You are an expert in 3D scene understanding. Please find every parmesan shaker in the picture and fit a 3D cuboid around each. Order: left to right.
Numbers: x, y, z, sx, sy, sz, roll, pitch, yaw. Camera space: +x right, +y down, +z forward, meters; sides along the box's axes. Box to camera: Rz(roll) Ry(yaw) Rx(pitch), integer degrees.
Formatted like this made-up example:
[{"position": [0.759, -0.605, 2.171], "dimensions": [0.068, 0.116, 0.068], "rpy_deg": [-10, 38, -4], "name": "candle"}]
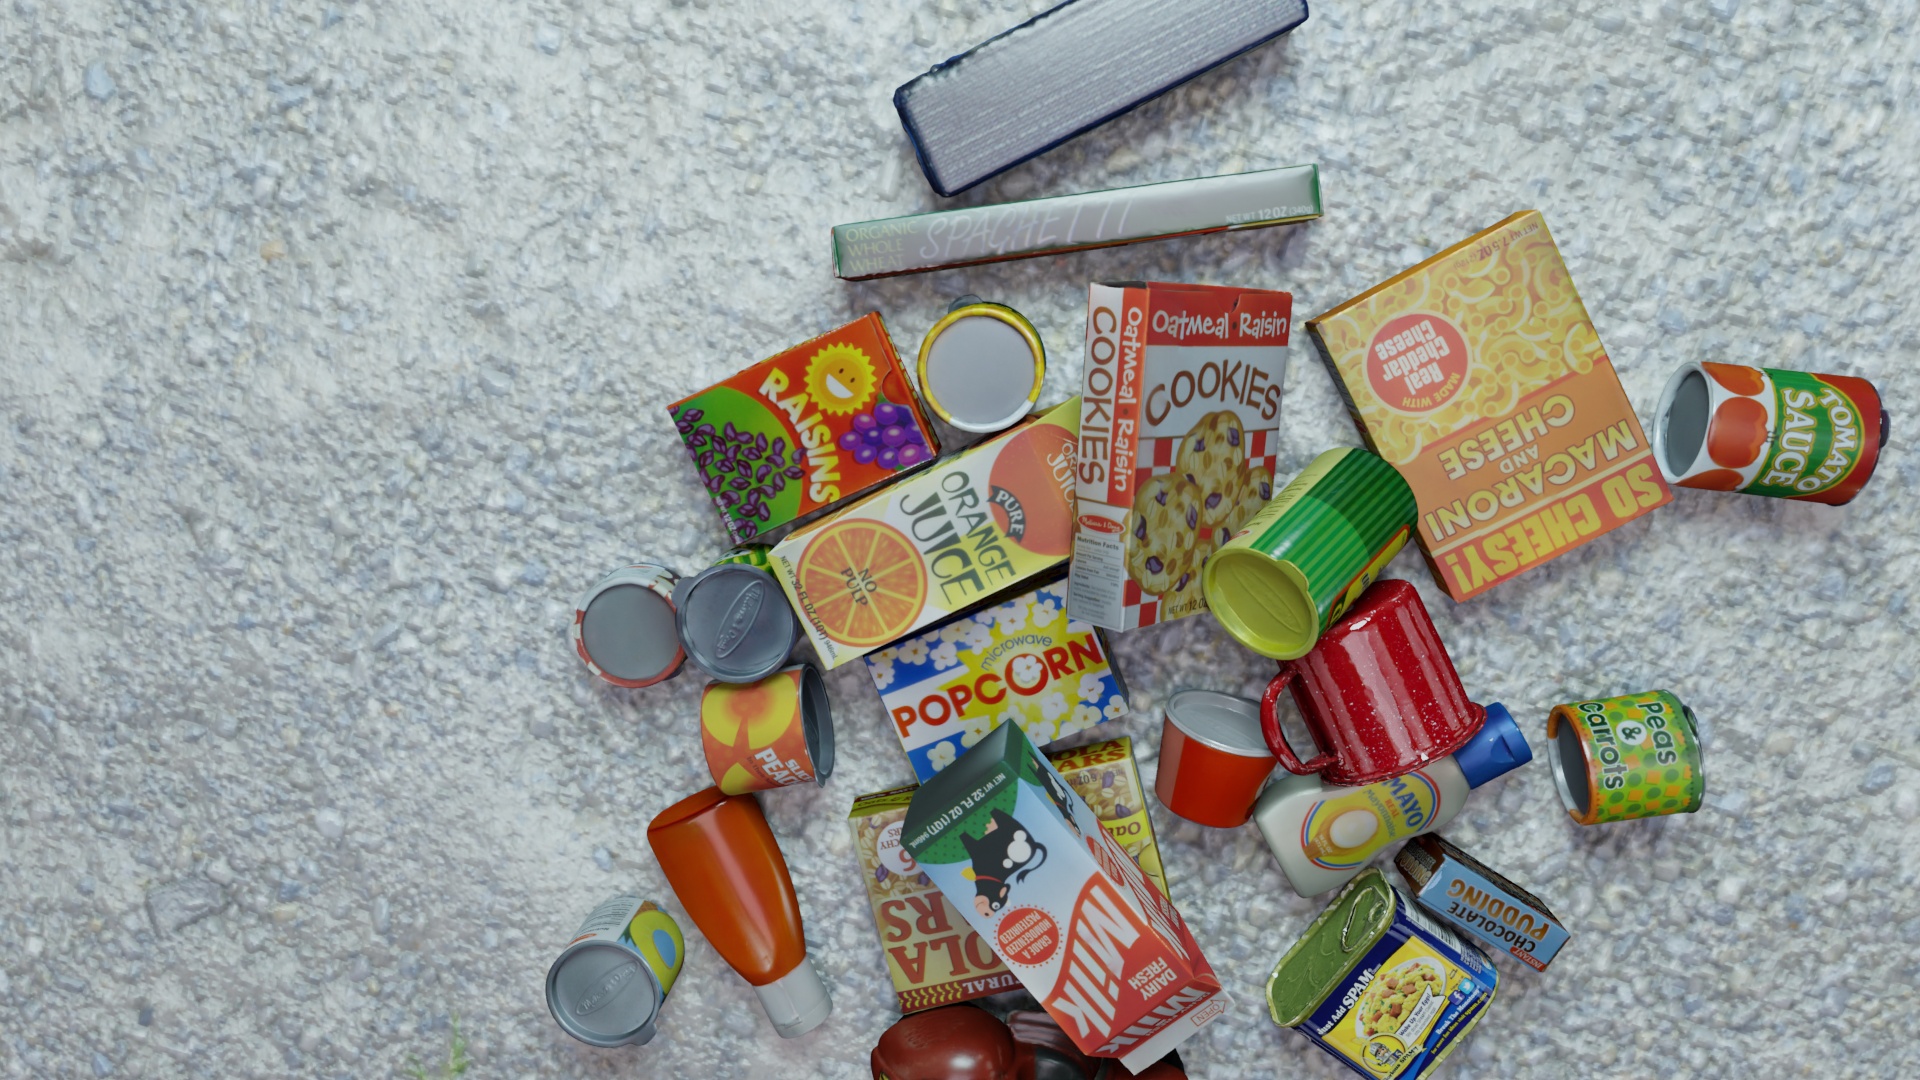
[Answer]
[{"position": [0.181, 0.004, 0.705], "dimensions": [0.103, 0.071, 0.071], "rpy_deg": [-38, 98, -32], "name": "parmesan shaker"}]

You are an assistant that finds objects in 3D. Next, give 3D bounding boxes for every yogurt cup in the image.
[{"position": [0.139, 0.121, 0.760], "dimensions": [0.072, 0.072, 0.053], "rpy_deg": [13, 109, 1], "name": "yogurt cup"}]

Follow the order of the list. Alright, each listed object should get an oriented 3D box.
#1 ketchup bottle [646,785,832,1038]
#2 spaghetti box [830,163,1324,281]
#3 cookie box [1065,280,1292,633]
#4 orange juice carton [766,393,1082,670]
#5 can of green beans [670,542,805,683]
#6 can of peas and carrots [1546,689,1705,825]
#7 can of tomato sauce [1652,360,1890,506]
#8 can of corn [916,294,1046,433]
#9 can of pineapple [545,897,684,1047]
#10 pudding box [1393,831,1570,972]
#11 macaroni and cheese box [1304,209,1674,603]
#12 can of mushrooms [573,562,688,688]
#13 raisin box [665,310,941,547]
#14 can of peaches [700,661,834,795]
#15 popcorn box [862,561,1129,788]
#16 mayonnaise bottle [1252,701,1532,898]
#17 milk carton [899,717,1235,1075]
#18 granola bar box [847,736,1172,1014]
[{"position": [-0.122, 0.216, 0.805], "dimensions": [0.064, 0.043, 0.148], "rpy_deg": [-24, 98, 9], "name": "ketchup bottle"}, {"position": [0.058, -0.163, 0.719], "dimensions": [0.250, 0.050, 0.028], "rpy_deg": [-6, 99, 5], "name": "spaghetti box"}, {"position": [0.113, -0.045, 0.704], "dimensions": [0.040, 0.123, 0.167], "rpy_deg": [14, 105, 44], "name": "cookie box"}, {"position": [0.003, -0.009, 0.740], "dimensions": [0.192, 0.073, 0.071], "rpy_deg": [-26, 98, 8], "name": "orange juice carton"}, {"position": [-0.117, 0.038, 0.764], "dimensions": [0.071, 0.058, 0.071], "rpy_deg": [1, 101, 4], "name": "can of green beans"}, {"position": [0.354, 0.115, 0.741], "dimensions": [0.059, 0.071, 0.070], "rpy_deg": [-9, 100, 6], "name": "can of peas and carrots"}, {"position": [0.408, -0.055, 0.705], "dimensions": [0.083, 0.071, 0.071], "rpy_deg": [7, 101, 3], "name": "can of tomato sauce"}, {"position": [0.011, -0.094, 0.731], "dimensions": [0.071, 0.058, 0.071], "rpy_deg": [1, 101, 3], "name": "can of corn"}, {"position": [-0.199, 0.252, 0.809], "dimensions": [0.071, 0.058, 0.071], "rpy_deg": [1, 101, 4], "name": "can of pineapple"}, {"position": [0.288, 0.199, 0.771], "dimensions": [0.084, 0.050, 0.030], "rpy_deg": [32, 100, -2], "name": "pudding box"}, {"position": [0.275, -0.069, 0.727], "dimensions": [0.123, 0.040, 0.166], "rpy_deg": [-27, 97, 9], "name": "macaroni and cheese box"}, {"position": [-0.181, 0.050, 0.783], "dimensions": [0.071, 0.033, 0.071], "rpy_deg": [1, 100, 3], "name": "can of mushrooms"}, {"position": [-0.083, -0.061, 0.753], "dimensions": [0.123, 0.040, 0.086], "rpy_deg": [-23, 97, 7], "name": "raisin box"}, {"position": [-0.106, 0.107, 0.770], "dimensions": [0.058, 0.071, 0.071], "rpy_deg": [-10, 100, 7], "name": "can of peaches"}, {"position": [0.020, 0.075, 0.772], "dimensions": [0.126, 0.038, 0.085], "rpy_deg": [-22, 98, 7], "name": "popcorn box"}, {"position": [0.239, 0.138, 0.767], "dimensions": [0.148, 0.041, 0.064], "rpy_deg": [-29, 97, 9], "name": "mayonnaise bottle"}, {"position": [0.059, 0.194, 0.732], "dimensions": [0.072, 0.073, 0.190], "rpy_deg": [-39, 95, 10], "name": "milk carton"}, {"position": [0.031, 0.192, 0.792], "dimensions": [0.165, 0.039, 0.124], "rpy_deg": [-14, 100, 6], "name": "granola bar box"}]
